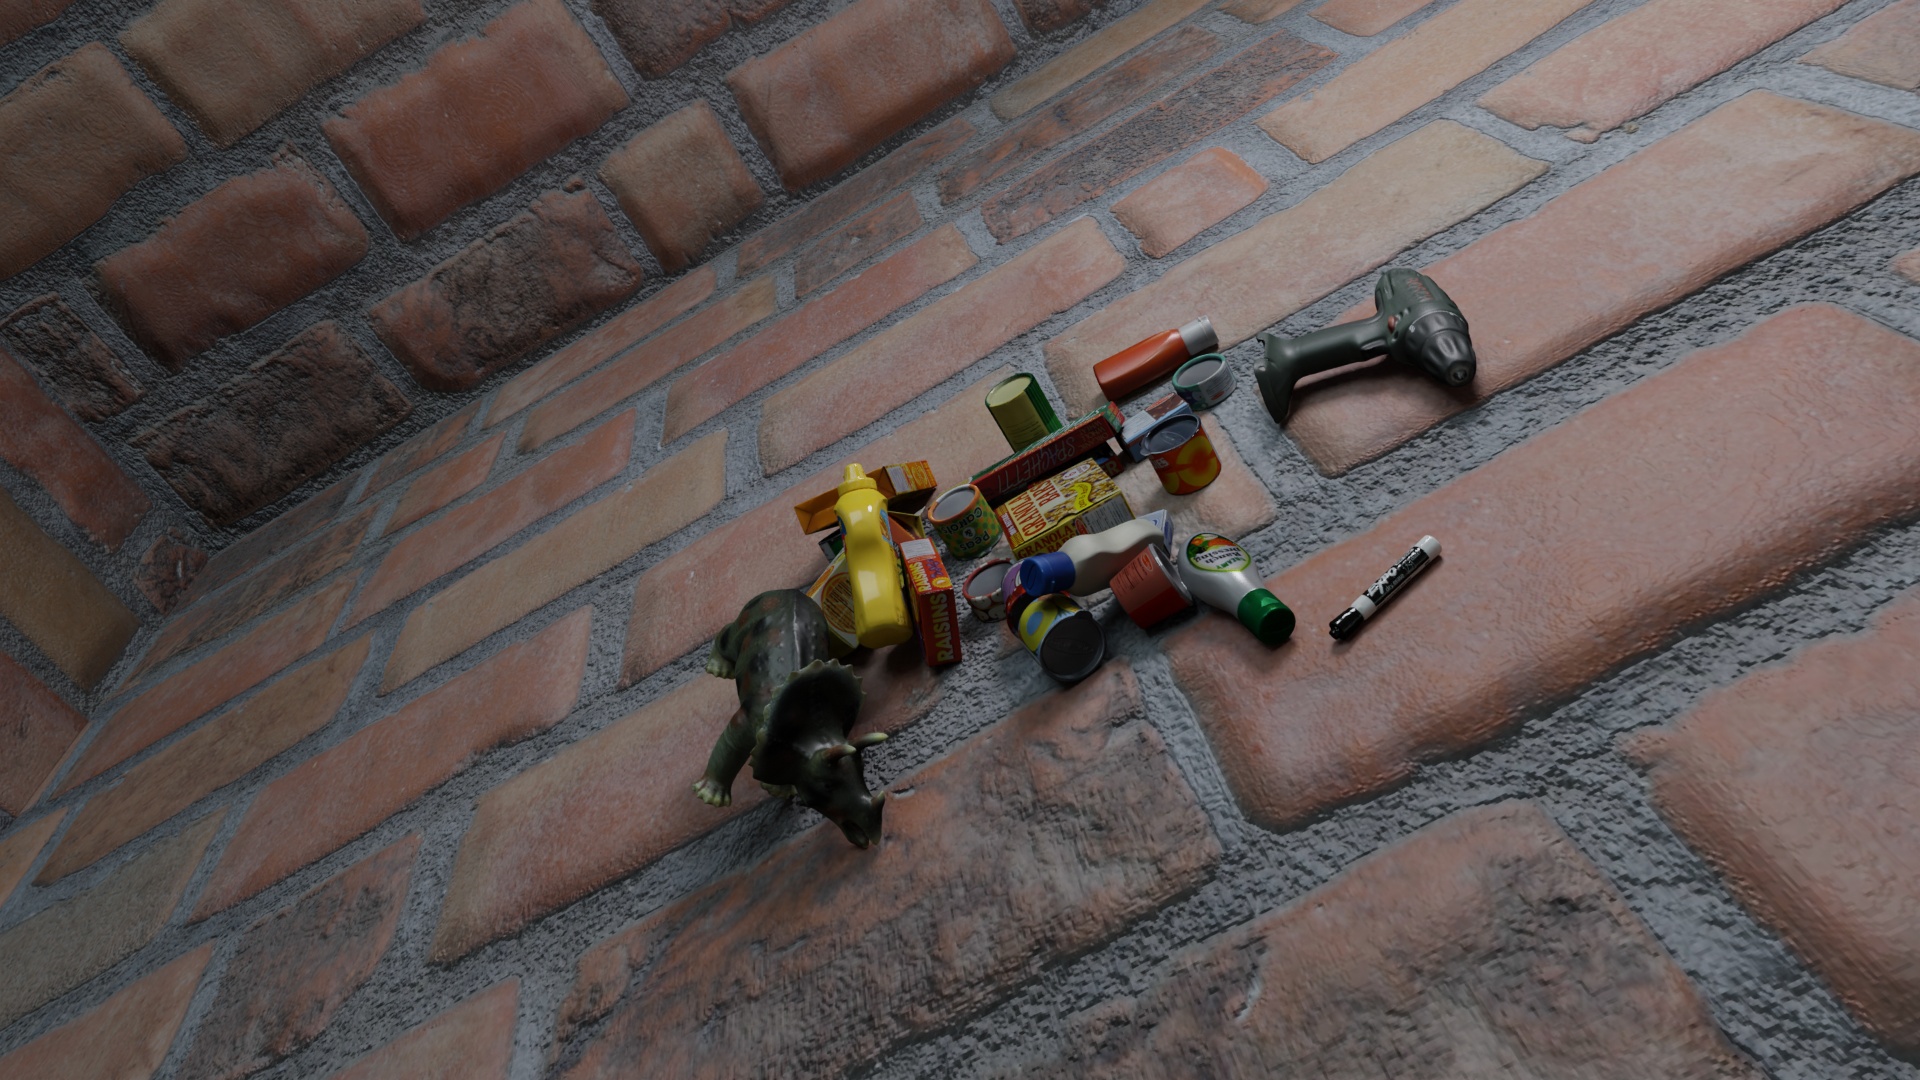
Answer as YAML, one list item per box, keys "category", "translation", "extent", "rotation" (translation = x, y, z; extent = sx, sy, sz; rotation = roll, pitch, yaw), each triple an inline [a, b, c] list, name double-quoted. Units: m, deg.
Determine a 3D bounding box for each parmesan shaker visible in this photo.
- category: "parmesan shaker"
  translation: [0.083, -0.137, 1.613]
  extent: [0.071, 0.102, 0.071]
  rotation: [-25, 28, 14]

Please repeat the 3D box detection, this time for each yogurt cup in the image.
- category: "yogurt cup"
  translation: [0.173, 0.045, 1.266]
  extent: [0.054, 0.072, 0.073]
  rotation: [-36, 26, 12]

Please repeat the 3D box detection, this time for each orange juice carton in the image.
- category: "orange juice carton"
  translation: [-0.103, 0.037, 1.526]
  extent: [0.193, 0.073, 0.071]
  rotation: [-53, 10, -32]

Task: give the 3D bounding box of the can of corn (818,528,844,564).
- category: "can of corn"
  translation: [-0.120, 0.011, 1.613]
  extent: [0.071, 0.058, 0.071]
  rotation: [-29, 8, 5]

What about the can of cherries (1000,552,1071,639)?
- category: "can of cherries"
  translation: [0.074, 0.056, 1.340]
  extent: [0.071, 0.071, 0.059]
  rotation: [-27, 28, 11]

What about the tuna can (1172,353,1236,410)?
- category: "tuna can"
  translation: [0.272, -0.179, 1.561]
  extent: [0.071, 0.032, 0.071]
  rotation: [-24, 29, 14]

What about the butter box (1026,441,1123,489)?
- category: "butter box"
  translation: [0.127, -0.071, 1.545]
  extent: [0.103, 0.024, 0.053]
  rotation: [-30, 27, 3]

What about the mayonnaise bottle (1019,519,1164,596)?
- category: "mayonnaise bottle"
  translation: [0.122, 0.021, 1.287]
  extent: [0.148, 0.064, 0.041]
  rotation: [-11, 38, -36]

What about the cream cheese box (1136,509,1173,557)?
- category: "cream cheese box"
  translation: [0.160, 0.006, 1.383]
  extent: [0.103, 0.024, 0.054]
  rotation: [-18, 31, 26]

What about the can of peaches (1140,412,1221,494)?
- category: "can of peaches"
  translation: [0.226, -0.088, 1.431]
  extent: [0.071, 0.058, 0.071]
  rotation: [-25, 29, 15]

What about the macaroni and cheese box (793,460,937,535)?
- category: "macaroni and cheese box"
  translation: [-0.111, -0.053, 1.665]
  extent: [0.123, 0.040, 0.167]
  rotation: [-23, -1, 17]

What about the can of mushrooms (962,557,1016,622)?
- category: "can of mushrooms"
  translation: [0.035, 0.051, 1.430]
  extent: [0.071, 0.033, 0.071]
  rotation: [-24, 29, 15]

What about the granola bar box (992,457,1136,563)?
- category: "granola bar box"
  translation: [0.104, -0.027, 1.438]
  extent: [0.124, 0.039, 0.166]
  rotation: [-29, 15, 2]

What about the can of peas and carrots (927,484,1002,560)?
- category: "can of peas and carrots"
  translation: [0.006, -0.019, 1.549]
  extent: [0.071, 0.058, 0.071]
  rotation: [-25, 28, 15]

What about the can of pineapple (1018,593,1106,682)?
- category: "can of pineapple"
  translation: [0.094, 0.087, 1.272]
  extent: [0.071, 0.070, 0.058]
  rotation: [-35, 27, -5]

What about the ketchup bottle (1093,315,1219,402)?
- category: "ketchup bottle"
  translation: [0.233, -0.220, 1.657]
  extent: [0.148, 0.043, 0.065]
  rotation: [-26, 29, 12]

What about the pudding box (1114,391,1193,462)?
- category: "pudding box"
  translation: [0.215, -0.126, 1.536]
  extent: [0.084, 0.030, 0.050]
  rotation: [-32, 26, 0]

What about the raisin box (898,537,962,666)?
- category: "raisin box"
  translation: [-0.032, 0.061, 1.419]
  extent: [0.040, 0.085, 0.124]
  rotation: [-10, 26, -8]

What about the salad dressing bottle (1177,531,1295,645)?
- category: "salad dressing bottle"
  translation: [0.241, 0.041, 1.215]
  extent: [0.064, 0.043, 0.148]
  rotation: [-13, 28, -14]

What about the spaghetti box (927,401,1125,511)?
- category: "spaghetti box"
  translation: [0.073, -0.085, 1.574]
  extent: [0.249, 0.028, 0.050]
  rotation: [-27, 13, 28]
